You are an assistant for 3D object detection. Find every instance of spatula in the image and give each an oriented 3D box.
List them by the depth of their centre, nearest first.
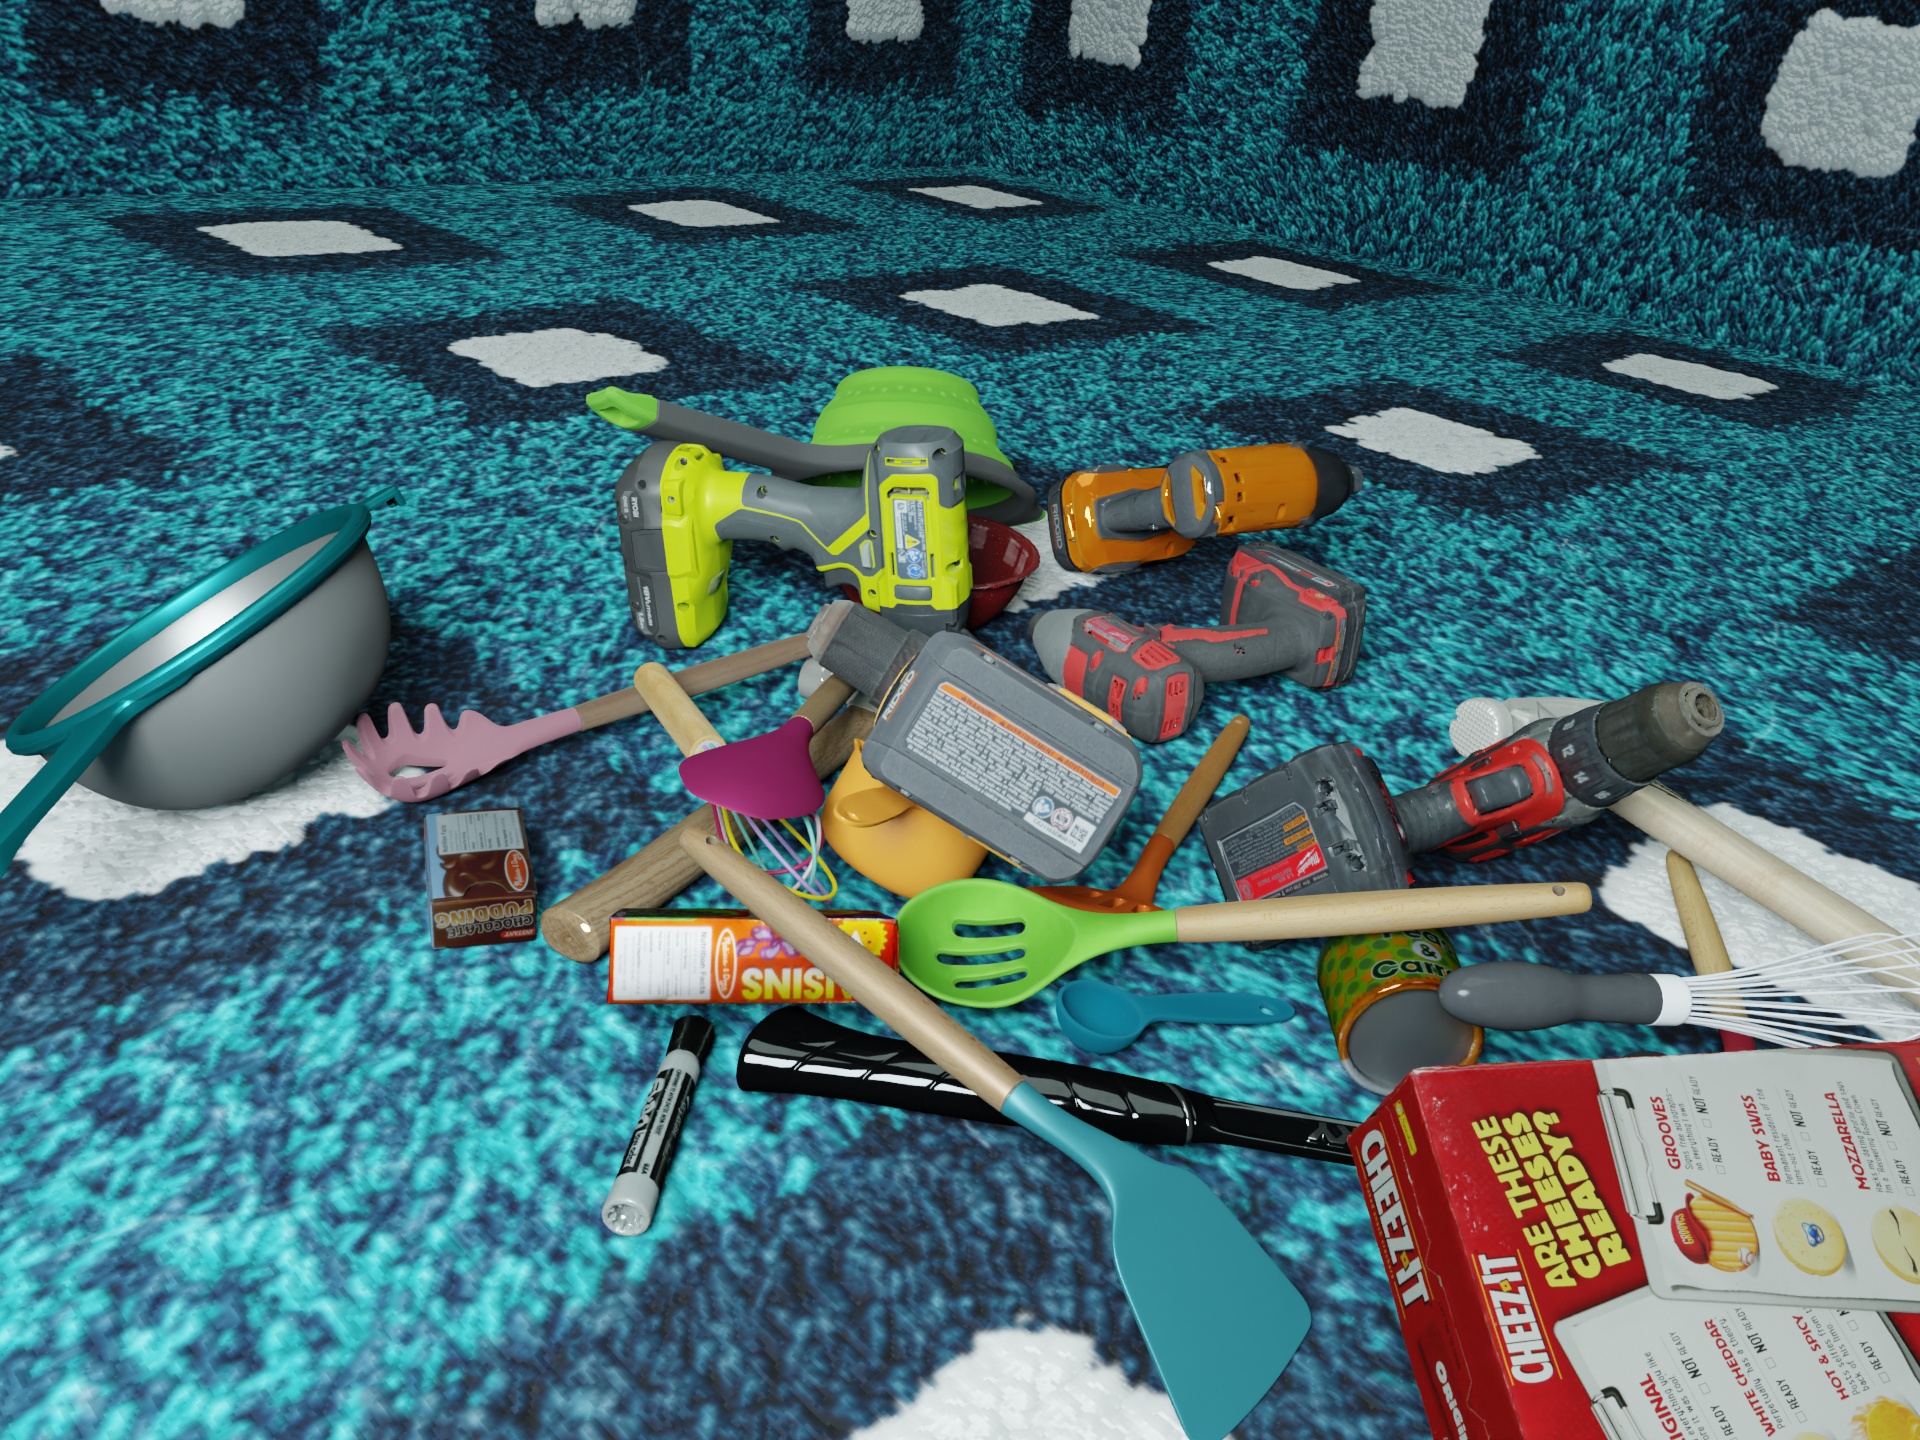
[{"bbox_3d":[-0.003,0.140,0.623,0.318,0.044,0.082,35,39,25],"label":"spatula"},{"bbox_3d":[0.123,0.053,0.901,0.081,0.041,0.323,15,27,18],"label":"spatula"}]

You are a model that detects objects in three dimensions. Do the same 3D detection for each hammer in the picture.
[{"bbox_3d":[0.108,0.172,0.663,0.409,0.036,0.149,8,32,6],"label":"hammer"},{"bbox_3d":[0.463,0.096,0.870,0.146,0.038,0.411,-1,30,-35],"label":"hammer"},{"bbox_3d":[-0.108,0.043,0.881,0.130,0.031,0.331,17,29,22],"label":"hammer"}]

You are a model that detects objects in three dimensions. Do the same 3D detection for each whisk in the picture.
[{"bbox_3d":[0.341,0.126,0.714,0.284,0.070,0.070,4,26,-14],"label":"whisk"},{"bbox_3d":[-0.126,0.025,0.828,0.047,0.051,0.245,-14,33,-25],"label":"whisk"}]

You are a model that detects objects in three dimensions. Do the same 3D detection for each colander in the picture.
[{"bbox_3d":[-0.097,-0.221,1.166,0.204,0.094,0.396,-4,-9,43],"label":"colander"}]

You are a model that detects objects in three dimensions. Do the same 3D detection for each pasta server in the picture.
[{"bbox_3d":[-0.200,-0.014,0.936,0.316,0.040,0.060,-20,53,-32],"label":"pasta server"}]

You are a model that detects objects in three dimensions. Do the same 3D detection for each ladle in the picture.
[{"bbox_3d":[0.384,0.140,0.800,0.069,0.031,0.315,21,26,6],"label":"ladle"}]

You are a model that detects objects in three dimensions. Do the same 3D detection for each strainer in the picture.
[{"bbox_3d":[-0.379,0.011,0.788,0.211,0.095,0.341,-25,27,12],"label":"strainer"}]

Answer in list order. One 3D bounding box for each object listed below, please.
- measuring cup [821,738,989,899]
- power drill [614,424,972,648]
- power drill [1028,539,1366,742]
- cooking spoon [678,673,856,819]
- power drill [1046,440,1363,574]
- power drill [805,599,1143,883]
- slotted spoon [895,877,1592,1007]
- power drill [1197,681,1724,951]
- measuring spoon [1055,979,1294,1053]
[{"bbox_3d":[-0.040,0.057,0.782,0.095,0.052,0.173,34,11,12],"label":"measuring cup"},{"bbox_3d":[-0.104,-0.106,1.048,0.223,0.171,0.080,4,25,15],"label":"power drill"},{"bbox_3d":[0.159,-0.056,1.092,0.219,0.078,0.143,-16,34,-32],"label":"power drill"},{"bbox_3d":[-0.081,-0.002,0.859,0.069,0.017,0.319,19,16,3],"label":"cooking spoon"},{"bbox_3d":[0.185,-0.165,1.210,0.164,0.084,0.226,-9,4,-28],"label":"power drill"},{"bbox_3d":[-0.001,-0.003,0.819,0.185,0.084,0.226,32,4,-3],"label":"power drill"},{"bbox_3d":[0.125,0.094,0.727,0.314,0.031,0.070,-5,50,8],"label":"slotted spoon"},{"bbox_3d":[0.259,0.040,0.818,0.226,0.188,0.080,-11,75,-29],"label":"power drill"},{"bbox_3d":[0.102,0.143,0.751,0.128,0.021,0.042,4,28,-24],"label":"measuring spoon"}]
